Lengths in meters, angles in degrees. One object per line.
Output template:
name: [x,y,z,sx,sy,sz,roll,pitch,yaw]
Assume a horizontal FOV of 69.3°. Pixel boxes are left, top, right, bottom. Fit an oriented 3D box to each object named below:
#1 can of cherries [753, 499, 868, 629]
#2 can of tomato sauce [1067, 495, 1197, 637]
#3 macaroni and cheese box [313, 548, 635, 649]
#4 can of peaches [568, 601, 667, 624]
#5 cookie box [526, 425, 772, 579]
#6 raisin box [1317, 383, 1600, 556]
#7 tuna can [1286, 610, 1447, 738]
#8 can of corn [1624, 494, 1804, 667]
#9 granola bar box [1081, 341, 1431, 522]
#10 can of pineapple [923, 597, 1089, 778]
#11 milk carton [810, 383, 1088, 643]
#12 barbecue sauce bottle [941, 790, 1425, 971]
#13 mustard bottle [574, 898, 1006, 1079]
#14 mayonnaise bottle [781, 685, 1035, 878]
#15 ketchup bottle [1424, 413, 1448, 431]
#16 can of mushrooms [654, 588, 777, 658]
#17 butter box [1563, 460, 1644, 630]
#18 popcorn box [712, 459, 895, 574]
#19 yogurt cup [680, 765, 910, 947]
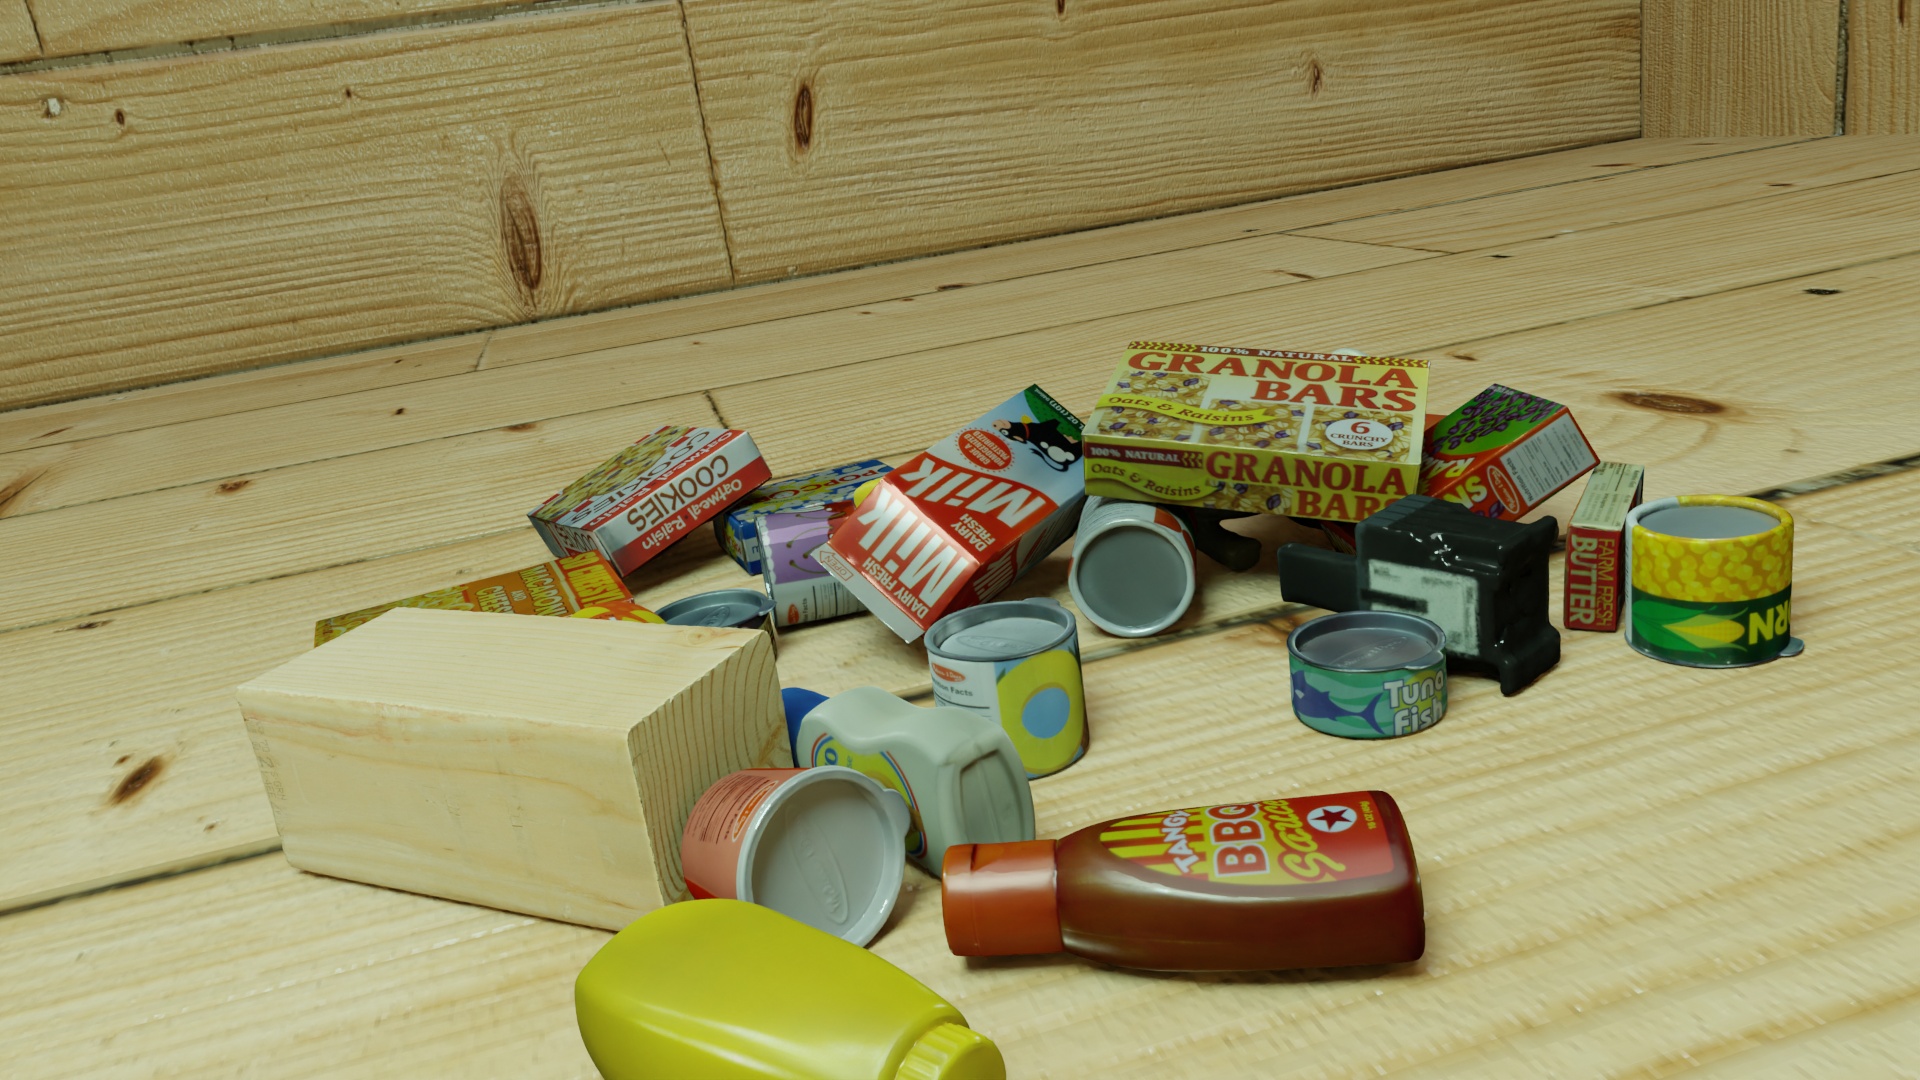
can of cherries: [-0.085,0.011,0.800,0.058,0.071,0.071,-11,17,-10]
can of tomato sauce: [0.094,0.008,0.741,0.071,0.071,0.083,-5,18,11]
macaroni and cheese box: [-0.275,0.057,0.792,0.167,0.040,0.124,-15,19,-20]
can of peaches: [-0.168,0.066,0.663,0.071,0.071,0.058,-11,16,-8]
cookie box: [-0.218,-0.030,0.961,0.123,0.040,0.167,-37,23,-23]
raisin box: [0.258,-0.028,0.736,0.123,0.040,0.086,-34,15,4]
tuna can: [0.177,0.057,0.596,0.071,0.032,0.071,-8,17,2]
can of corn: [0.332,0.017,0.612,0.071,0.058,0.071,-8,17,3]
granola bar box: [0.159,-0.060,0.737,0.165,0.038,0.125,7,33,17]
can of pineapple: [0.022,0.064,0.604,0.071,0.057,0.071,-7,17,2]
milk carton: [0.003,-0.010,0.762,0.072,0.073,0.191,41,42,12]
barbecue sauce bottle: [0.070,0.113,0.452,0.148,0.043,0.065,-6,18,8]
mustard bottle: [-0.039,0.146,0.390,0.160,0.048,0.065,7,23,37]
mayonnaise bottle: [-0.032,0.089,0.550,0.041,0.064,0.148,-24,19,-33]
ketchup bottle: [0.263,-0.064,0.923,0.065,0.043,0.149,-28,25,-31]
can of mushrooms: [-0.132,0.052,0.751,0.071,0.033,0.071,-8,17,2]
butter box: [0.315,0.001,0.679,0.024,0.053,0.104,5,22,30]
popcorn box: [-0.100,-0.018,0.952,0.127,0.038,0.085,-15,17,-20]
yogurt cup: [-0.062,0.111,0.489,0.073,0.072,0.054,-23,14,-39]
